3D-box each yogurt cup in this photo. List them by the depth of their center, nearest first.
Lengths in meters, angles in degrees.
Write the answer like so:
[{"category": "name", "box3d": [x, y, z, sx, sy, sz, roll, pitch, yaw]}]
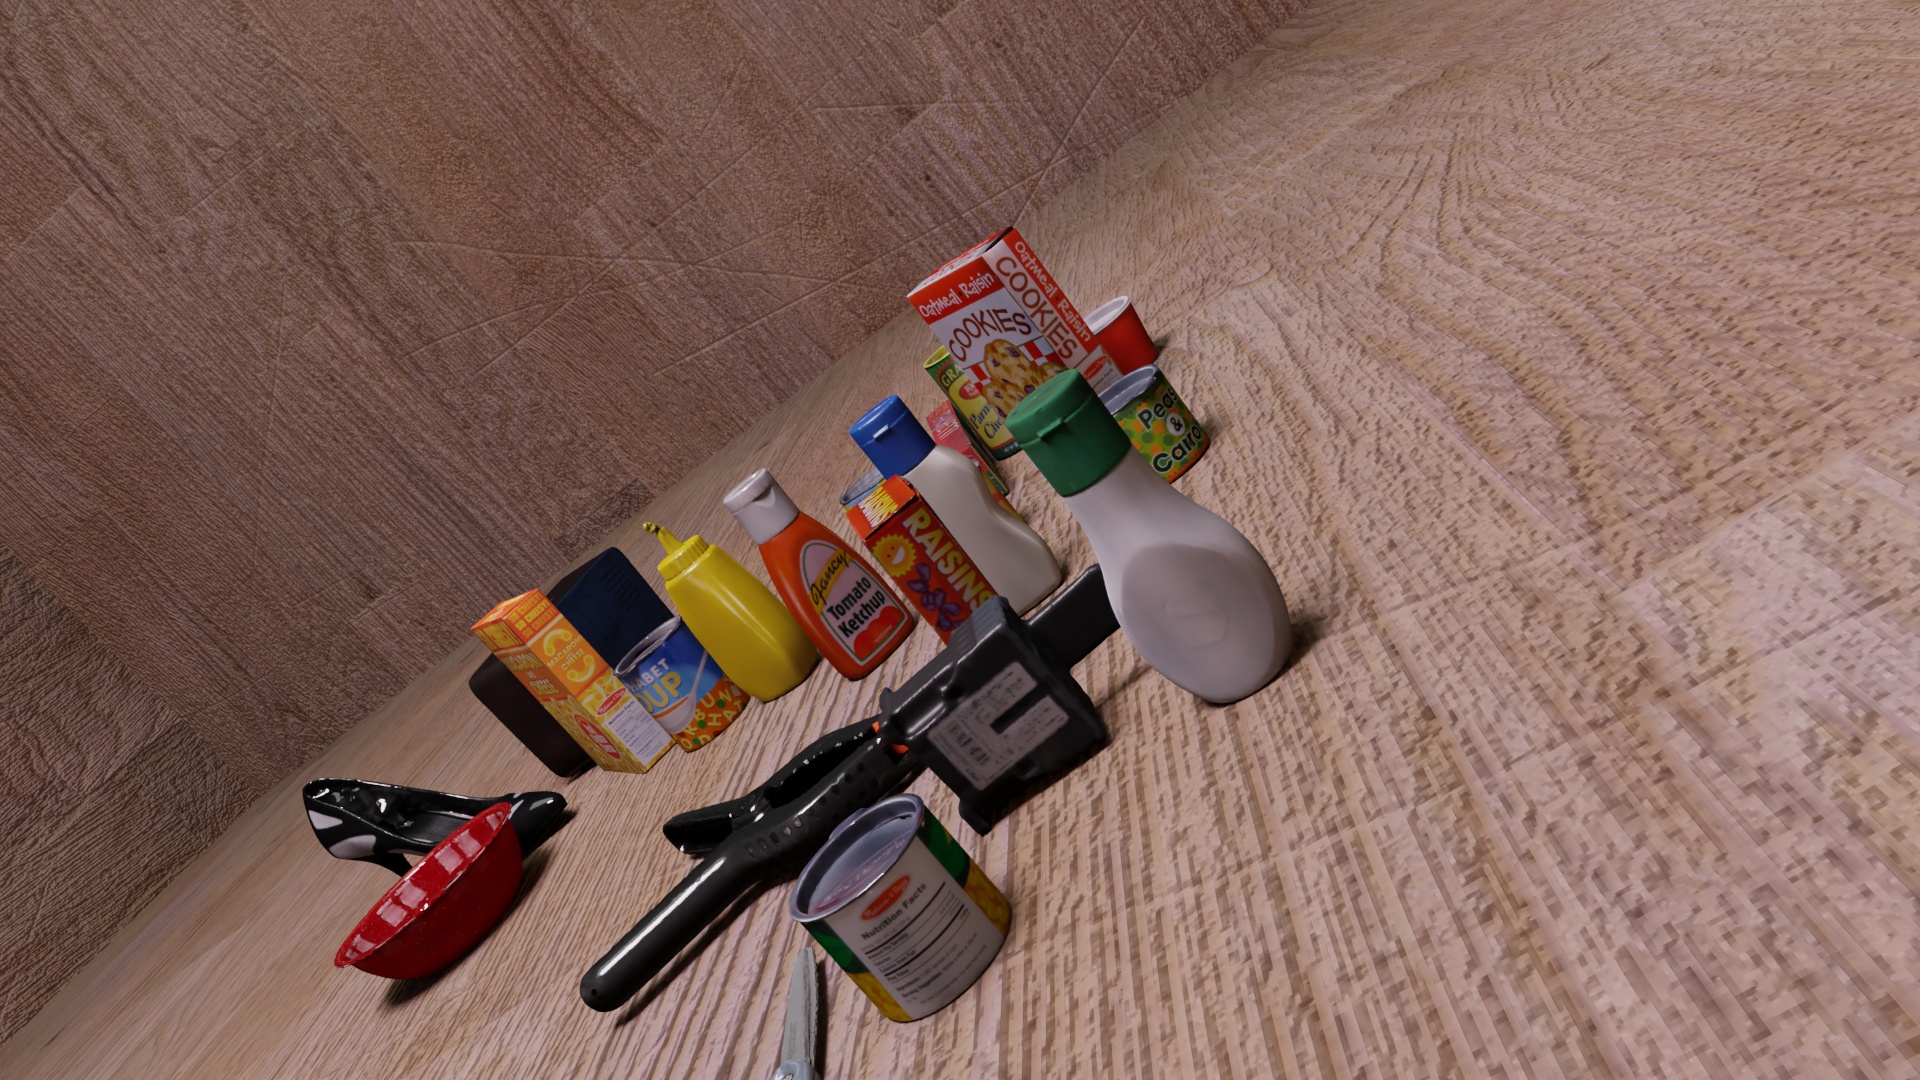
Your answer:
[{"category": "yogurt cup", "box3d": [0.124, -0.157, 1.129, 0.072, 0.054, 0.072, -36, 14, 11]}]

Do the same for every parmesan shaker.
[{"category": "parmesan shaker", "box3d": [0.028, -0.129, 1.178, 0.071, 0.103, 0.071, -36, 14, 11]}]

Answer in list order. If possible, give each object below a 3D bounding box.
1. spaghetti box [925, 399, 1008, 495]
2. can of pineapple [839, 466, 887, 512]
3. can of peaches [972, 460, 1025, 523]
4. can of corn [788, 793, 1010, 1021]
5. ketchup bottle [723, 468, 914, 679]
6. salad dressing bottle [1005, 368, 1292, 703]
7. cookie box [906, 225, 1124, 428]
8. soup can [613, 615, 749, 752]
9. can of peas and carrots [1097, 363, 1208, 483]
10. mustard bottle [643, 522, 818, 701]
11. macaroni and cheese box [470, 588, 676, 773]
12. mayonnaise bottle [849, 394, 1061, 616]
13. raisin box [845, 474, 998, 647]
[{"category": "spaghetti box", "box3d": [0.003, -0.077, 1.186, 0.028, 0.050, 0.250, -37, 14, 5]}, {"category": "can of pineapple", "box3d": [-0.059, -0.031, 1.177, 0.071, 0.058, 0.071, -36, 14, 11]}, {"category": "can of peaches", "box3d": [0.003, -0.012, 0.963, 0.071, 0.058, 0.071, -36, 14, 11]}, {"category": "can of corn", "box3d": [-0.024, 0.142, 0.543, 0.071, 0.058, 0.071, -36, 14, 11]}, {"category": "ketchup bottle", "box3d": [-0.098, 0.020, 0.928, 0.065, 0.148, 0.043, -45, 15, -25]}, {"category": "salad dressing bottle", "box3d": [0.076, -0.002, 0.563, 0.064, 0.147, 0.044, -34, 14, 20]}, {"category": "cookie box", "box3d": [0.048, -0.142, 1.036, 0.040, 0.167, 0.122, -45, 15, -24]}, {"category": "soup can", "box3d": [-0.214, 0.112, 1.062, 0.071, 0.083, 0.071, -36, 14, 11]}, {"category": "can of peas and carrots", "box3d": [0.113, -0.068, 0.862, 0.071, 0.058, 0.071, -36, 14, 11]}, {"category": "mustard bottle", "box3d": [-0.174, 0.044, 1.016, 0.065, 0.160, 0.049, -30, 16, 32]}, {"category": "macaroni and cheese box", "box3d": [-0.316, 0.116, 1.132, 0.040, 0.166, 0.123, -46, 15, -27]}, {"category": "mayonnaise bottle", "box3d": [-0.006, -0.018, 0.819, 0.064, 0.148, 0.041, -36, 14, 9]}, {"category": "raisin box", "box3d": [-0.005, 0.028, 0.722, 0.040, 0.123, 0.086, -39, 14, -1]}]
